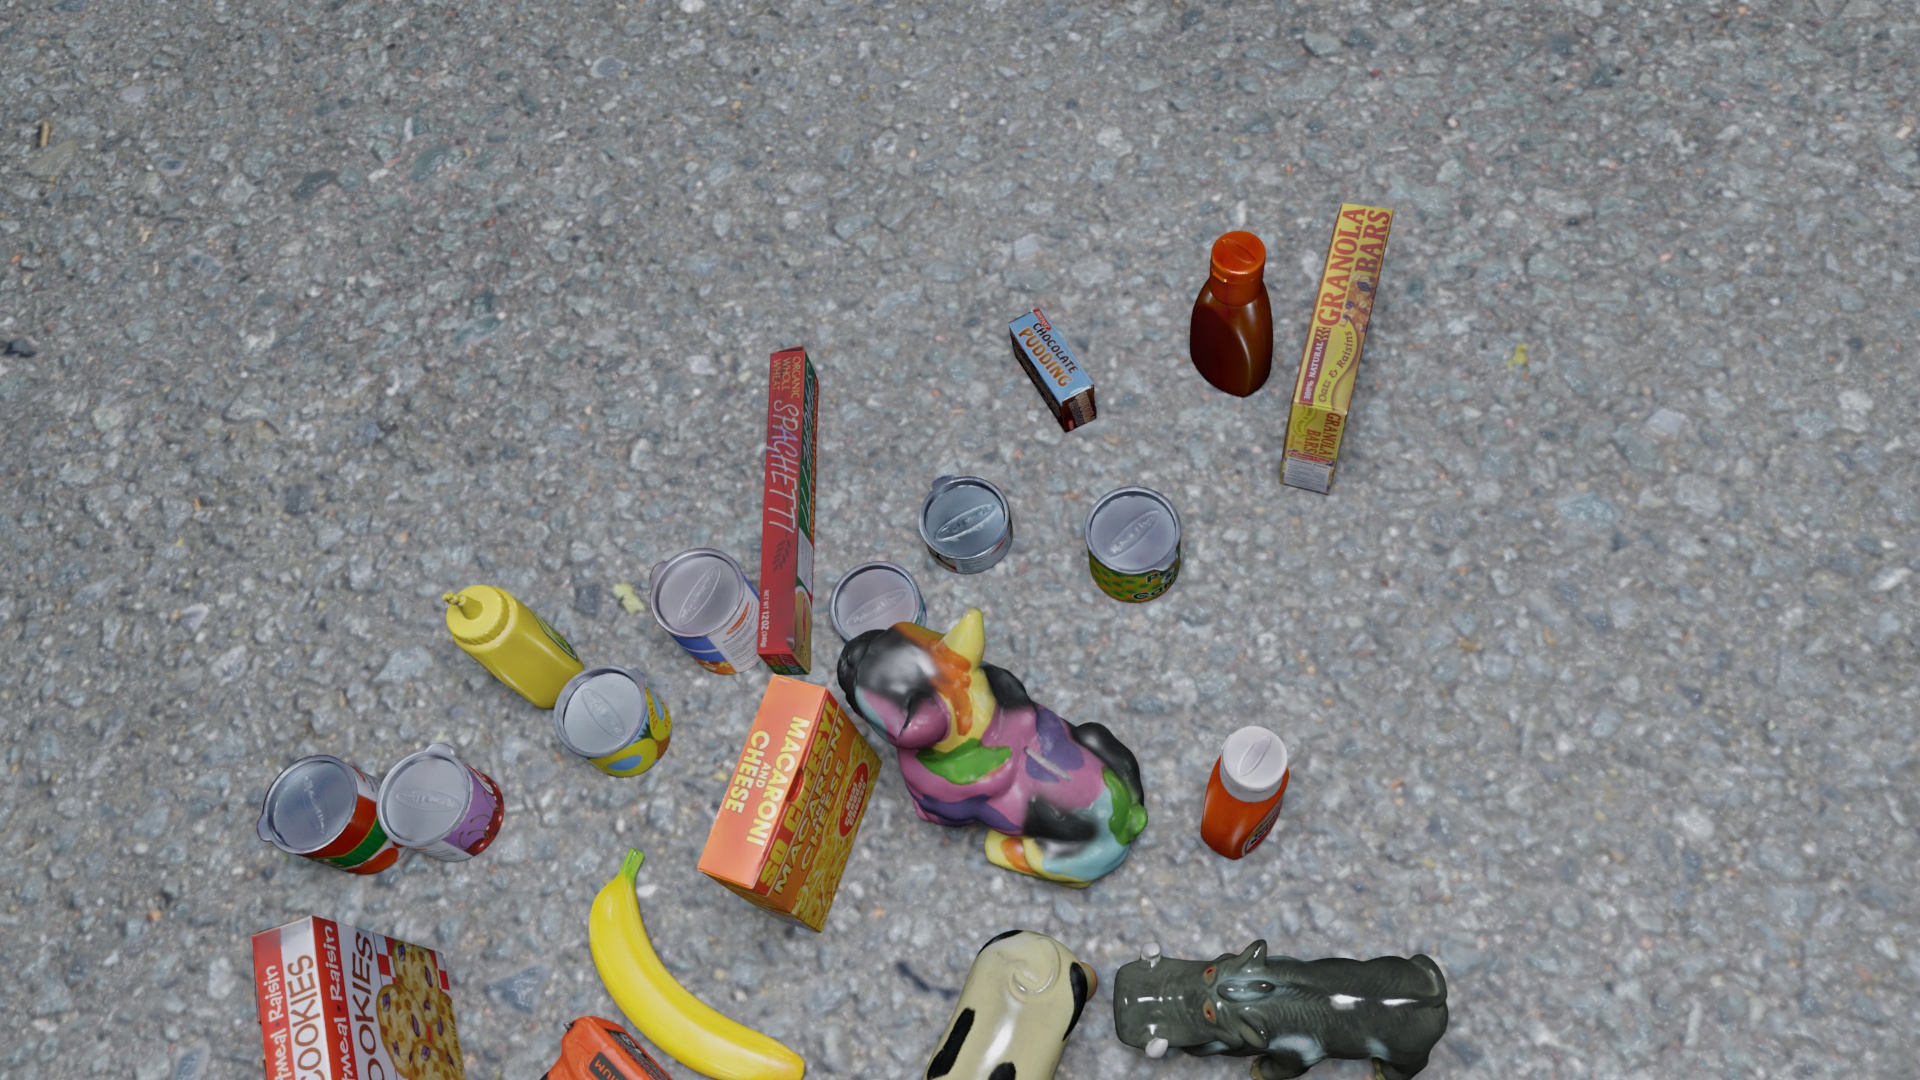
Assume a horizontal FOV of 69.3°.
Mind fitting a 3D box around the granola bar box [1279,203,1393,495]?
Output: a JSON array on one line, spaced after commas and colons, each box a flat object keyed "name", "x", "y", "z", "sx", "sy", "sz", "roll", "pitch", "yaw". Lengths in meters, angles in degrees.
[{"name": "granola bar box", "x": 0.263, "y": -0.134, "z": 0.980, "sx": 0.039, "sy": 0.123, "sz": 0.166, "roll": 13, "pitch": 68, "yaw": 14}]

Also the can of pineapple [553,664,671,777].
[{"name": "can of pineapple", "x": -0.240, "y": 0.126, "z": 0.971, "sx": 0.071, "sy": 0.057, "sz": 0.071, "roll": -3, "pitch": 65, "yaw": 7}]

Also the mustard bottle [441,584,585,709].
[{"name": "mustard bottle", "x": -0.310, "y": 0.067, "z": 0.952, "sx": 0.049, "sy": 0.159, "sz": 0.065, "roll": -44, "pitch": 67, "yaw": -11}]

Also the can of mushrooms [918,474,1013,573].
[{"name": "can of mushrooms", "x": 0.004, "y": -0.013, "z": 1.013, "sx": 0.071, "sy": 0.033, "sz": 0.071, "roll": -3, "pitch": 65, "yaw": 7}]

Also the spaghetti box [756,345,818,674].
[{"name": "spaghetti box", "x": -0.126, "y": -0.025, "z": 1.028, "sx": 0.029, "sy": 0.050, "sz": 0.251, "roll": -4, "pitch": 65, "yaw": 7}]

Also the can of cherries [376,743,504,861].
[{"name": "can of cherries", "x": -0.357, "y": 0.182, "z": 0.962, "sx": 0.071, "sy": 0.058, "sz": 0.072, "roll": -3, "pitch": 65, "yaw": 7}]

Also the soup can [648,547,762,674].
[{"name": "soup can", "x": -0.176, "y": 0.050, "z": 0.982, "sx": 0.071, "sy": 0.083, "sz": 0.071, "roll": -3, "pitch": 66, "yaw": 7}]

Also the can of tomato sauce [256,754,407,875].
[{"name": "can of tomato sauce", "x": -0.426, "y": 0.192, "z": 0.955, "sx": 0.071, "sy": 0.082, "sz": 0.071, "roll": -3, "pitch": 66, "yaw": 7}]

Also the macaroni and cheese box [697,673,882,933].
[{"name": "macaroni and cheese box", "x": -0.101, "y": 0.169, "z": 0.872, "sx": 0.040, "sy": 0.166, "sz": 0.124, "roll": 14, "pitch": 69, "yaw": 14}]

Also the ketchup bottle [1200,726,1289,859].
[{"name": "ketchup bottle", "x": 0.175, "y": 0.151, "z": 0.849, "sx": 0.043, "sy": 0.148, "sz": 0.065, "roll": 33, "pitch": 75, "yaw": 20}]

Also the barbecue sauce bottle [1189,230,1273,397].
[{"name": "barbecue sauce bottle", "x": 0.194, "y": -0.162, "z": 0.990, "sx": 0.044, "sy": 0.148, "sz": 0.065, "roll": -43, "pitch": 67, "yaw": -11}]

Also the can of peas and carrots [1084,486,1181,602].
[{"name": "can of peas and carrots", "x": 0.123, "y": 0.005, "z": 0.973, "sx": 0.071, "sy": 0.058, "sz": 0.071, "roll": -3, "pitch": 65, "yaw": 7}]

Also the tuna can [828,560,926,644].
[{"name": "tuna can", "x": -0.057, "y": 0.053, "z": 0.992, "sx": 0.071, "sy": 0.032, "sz": 0.071, "roll": -3, "pitch": 65, "yaw": 7}]

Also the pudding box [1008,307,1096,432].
[{"name": "pudding box", "x": 0.070, "y": -0.129, "z": 1.047, "sx": 0.030, "sy": 0.049, "sz": 0.084, "roll": -28, "pitch": 65, "yaw": -5}]

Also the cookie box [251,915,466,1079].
[{"name": "cookie box", "x": -0.362, "y": 0.306, "z": 0.846, "sx": 0.040, "sy": 0.167, "sz": 0.123, "roll": -21, "pitch": 65, "yaw": -1}]
